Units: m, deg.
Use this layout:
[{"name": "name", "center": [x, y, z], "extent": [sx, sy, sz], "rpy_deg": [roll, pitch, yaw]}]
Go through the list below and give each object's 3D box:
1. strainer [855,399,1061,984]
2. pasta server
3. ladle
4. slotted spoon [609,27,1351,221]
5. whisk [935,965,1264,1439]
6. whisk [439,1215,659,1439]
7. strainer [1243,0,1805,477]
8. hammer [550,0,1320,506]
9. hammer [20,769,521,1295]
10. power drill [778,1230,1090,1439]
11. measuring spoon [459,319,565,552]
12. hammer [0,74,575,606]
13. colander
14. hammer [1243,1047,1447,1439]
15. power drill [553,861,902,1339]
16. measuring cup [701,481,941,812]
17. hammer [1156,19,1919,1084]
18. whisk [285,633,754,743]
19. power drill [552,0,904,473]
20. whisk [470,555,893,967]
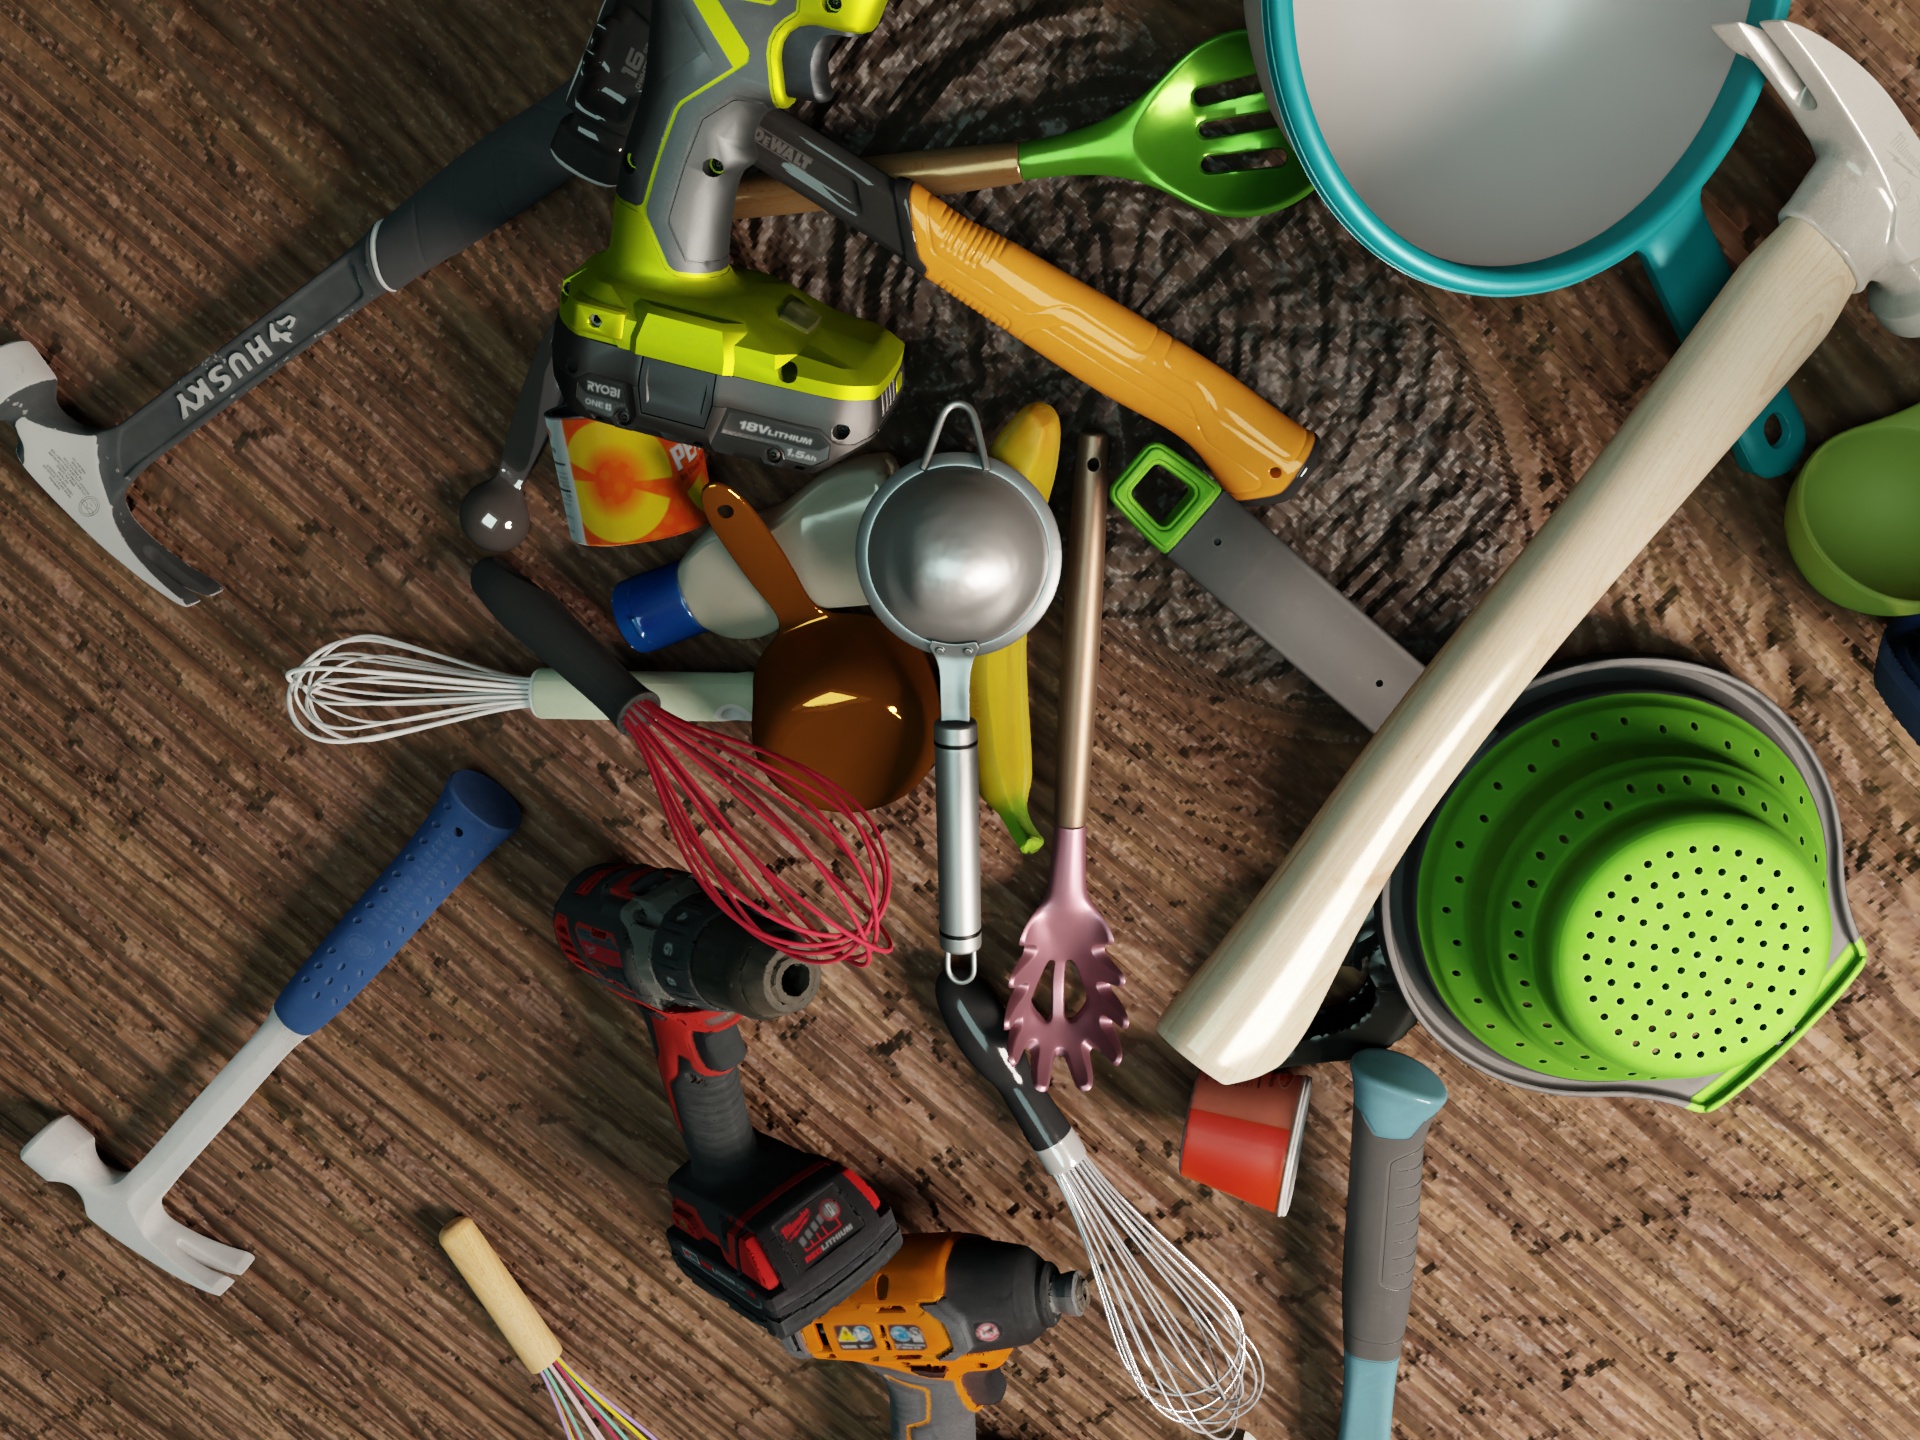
[{"name": "strainer", "center": [-0.001, -0.002, 0.673], "extent": [0.087, 0.050, 0.258], "rpy_deg": [2, 110, 8]}, {"name": "pasta server", "center": [0.054, 0.025, 0.736], "extent": [0.060, 0.040, 0.316], "rpy_deg": [0, 110, -4]}, {"name": "ladle", "center": [0.422, -0.177, 0.576], "extent": [0.078, 0.062, 0.320], "rpy_deg": [35, 111, 8]}, {"name": "slotted spoon", "center": [0.000, -0.230, 0.657], "extent": [0.314, 0.031, 0.070], "rpy_deg": [-3, 112, 15]}, {"name": "whisk", "center": [0.067, 0.244, 0.806], "extent": [0.070, 0.070, 0.284], "rpy_deg": [-30, 97, 20]}, {"name": "whisk", "center": [-0.234, 0.395, 0.933], "extent": [0.047, 0.051, 0.245], "rpy_deg": [-27, 100, 25]}, {"name": "strainer", "center": [0.216, -0.221, 0.587], "extent": [0.211, 0.095, 0.340], "rpy_deg": [-45, 120, -1]}, {"name": "hammer", "center": [0.006, -0.193, 0.642], "extent": [0.336, 0.034, 0.127], "rpy_deg": [31, 124, -9]}, {"name": "hammer", "center": [-0.369, 0.174, 0.879], "extent": [0.144, 0.035, 0.405], "rpy_deg": [44, 112, -6]}, {"name": "power drill", "center": [0.010, 0.368, 0.838], "extent": [0.164, 0.084, 0.226], "rpy_deg": [-10, 110, 21]}, {"name": "measuring spoon", "center": [-0.204, -0.132, 0.739], "extent": [0.034, 0.018, 0.124], "rpy_deg": [29, 112, 0]}, {"name": "hammer", "center": [-0.272, -0.195, 0.721], "extent": [0.409, 0.036, 0.149], "rpy_deg": [-27, 104, 19]}, {"name": "colander", "center": [0.220, 0.028, 0.644], "extent": [0.397, 0.094, 0.204], "rpy_deg": [39, 100, -8]}, {"name": "hammer", "center": [0.208, 0.303, 0.796], "extent": [0.128, 0.033, 0.330], "rpy_deg": [2, 117, 12]}, {"name": "power drill", "center": [-0.104, 0.177, 0.763], "extent": [0.188, 0.080, 0.226], "rpy_deg": [4, 117, 51]}, {"name": "measuring cup", "center": [-0.068, -0.026, 0.696], "extent": [0.095, 0.052, 0.173], "rpy_deg": [-20, 132, 13]}, {"name": "hammer", "center": [0.200, -0.045, 0.572], "extent": [0.146, 0.038, 0.410], "rpy_deg": [35, 94, -27]}, {"name": "whisk", "center": [-0.212, -0.014, 0.774], "extent": [0.246, 0.059, 0.057], "rpy_deg": [1, 154, 7]}, {"name": "power drill", "center": [-0.068, -0.213, 0.579], "extent": [0.171, 0.080, 0.223], "rpy_deg": [15, 123, 3]}, {"name": "whisk", "center": [-0.130, 0.008, 0.698], "extent": [0.296, 0.073, 0.073], "rpy_deg": [39, 117, 29]}]
